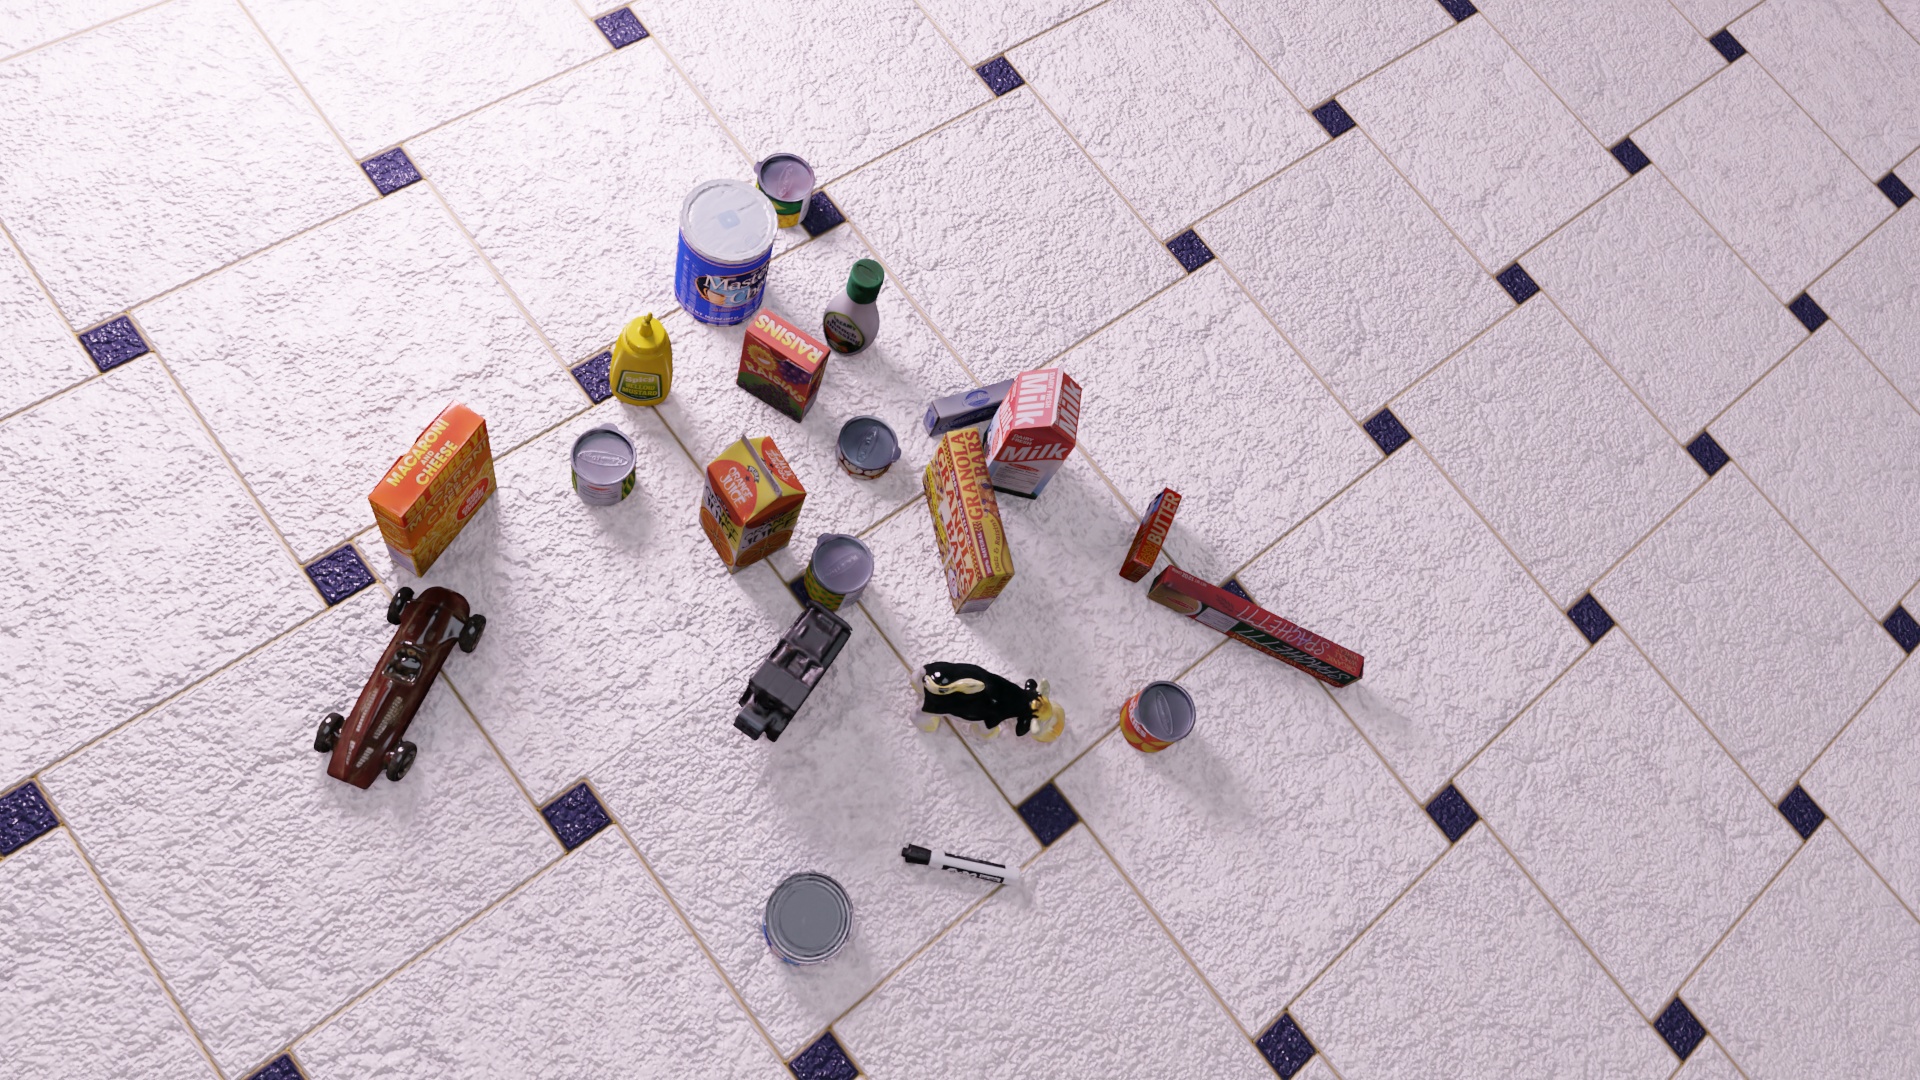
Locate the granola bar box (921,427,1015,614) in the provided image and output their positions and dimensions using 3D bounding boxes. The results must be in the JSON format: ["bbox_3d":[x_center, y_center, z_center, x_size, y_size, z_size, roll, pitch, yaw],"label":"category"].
[{"bbox_3d":[0.005,-0.018,1.471,0.039,0.123,0.166,-8,71,-17],"label":"granola bar box"}]

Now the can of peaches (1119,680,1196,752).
[{"bbox_3d":[0.207,0.188,1.478,0.071,0.057,0.071,5,68,-13],"label":"can of peaches"}]

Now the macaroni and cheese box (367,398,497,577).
[{"bbox_3d":[-0.501,-0.047,1.327,0.040,0.165,0.124,32,65,-1],"label":"macaroni and cheese box"}]

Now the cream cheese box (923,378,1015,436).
[{"bbox_3d":[0.012,-0.150,1.565,0.104,0.053,0.024,-18,75,-20],"label":"cream cheese box"}]

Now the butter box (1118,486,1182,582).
[{"bbox_3d":[0.213,-0.006,1.560,0.024,0.053,0.104,28,65,-3],"label":"butter box"}]

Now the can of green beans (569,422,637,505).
[{"bbox_3d":[-0.368,-0.076,1.433,0.071,0.057,0.071,5,68,-13],"label":"can of green beans"}]

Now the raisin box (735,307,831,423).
[{"bbox_3d":[-0.192,-0.186,1.487,0.086,0.123,0.040,33,65,0],"label":"raisin box"}]

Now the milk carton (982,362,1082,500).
[{"bbox_3d":[0.078,-0.118,1.494,0.073,0.189,0.072,13,67,-9],"label":"milk carton"}]

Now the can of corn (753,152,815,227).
[{"bbox_3d":[-0.207,-0.405,1.607,0.071,0.058,0.071,5,68,-13],"label":"can of corn"}]

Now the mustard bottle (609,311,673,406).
[{"bbox_3d":[-0.328,-0.191,1.433,0.065,0.159,0.049,5,68,-13],"label":"mustard bottle"}]

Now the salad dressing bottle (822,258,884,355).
[{"bbox_3d":[-0.114,-0.256,1.522,0.064,0.147,0.044,35,65,1],"label":"salad dressing bottle"}]

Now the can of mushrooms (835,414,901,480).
[{"bbox_3d":[-0.101,-0.101,1.526,0.071,0.033,0.071,5,68,-13],"label":"can of mushrooms"}]

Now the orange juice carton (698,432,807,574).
[{"bbox_3d":[-0.208,-0.040,1.387,0.073,0.192,0.072,-28,79,-23],"label":"orange juice carton"}]

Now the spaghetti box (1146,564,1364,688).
[{"bbox_3d":[0.330,0.098,1.551,0.250,0.050,0.029,25,65,-4],"label":"spaghetti box"}]

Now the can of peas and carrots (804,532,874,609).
[{"bbox_3d":[-0.129,0.032,1.452,0.071,0.058,0.071,5,68,-13],"label":"can of peas and carrots"}]
